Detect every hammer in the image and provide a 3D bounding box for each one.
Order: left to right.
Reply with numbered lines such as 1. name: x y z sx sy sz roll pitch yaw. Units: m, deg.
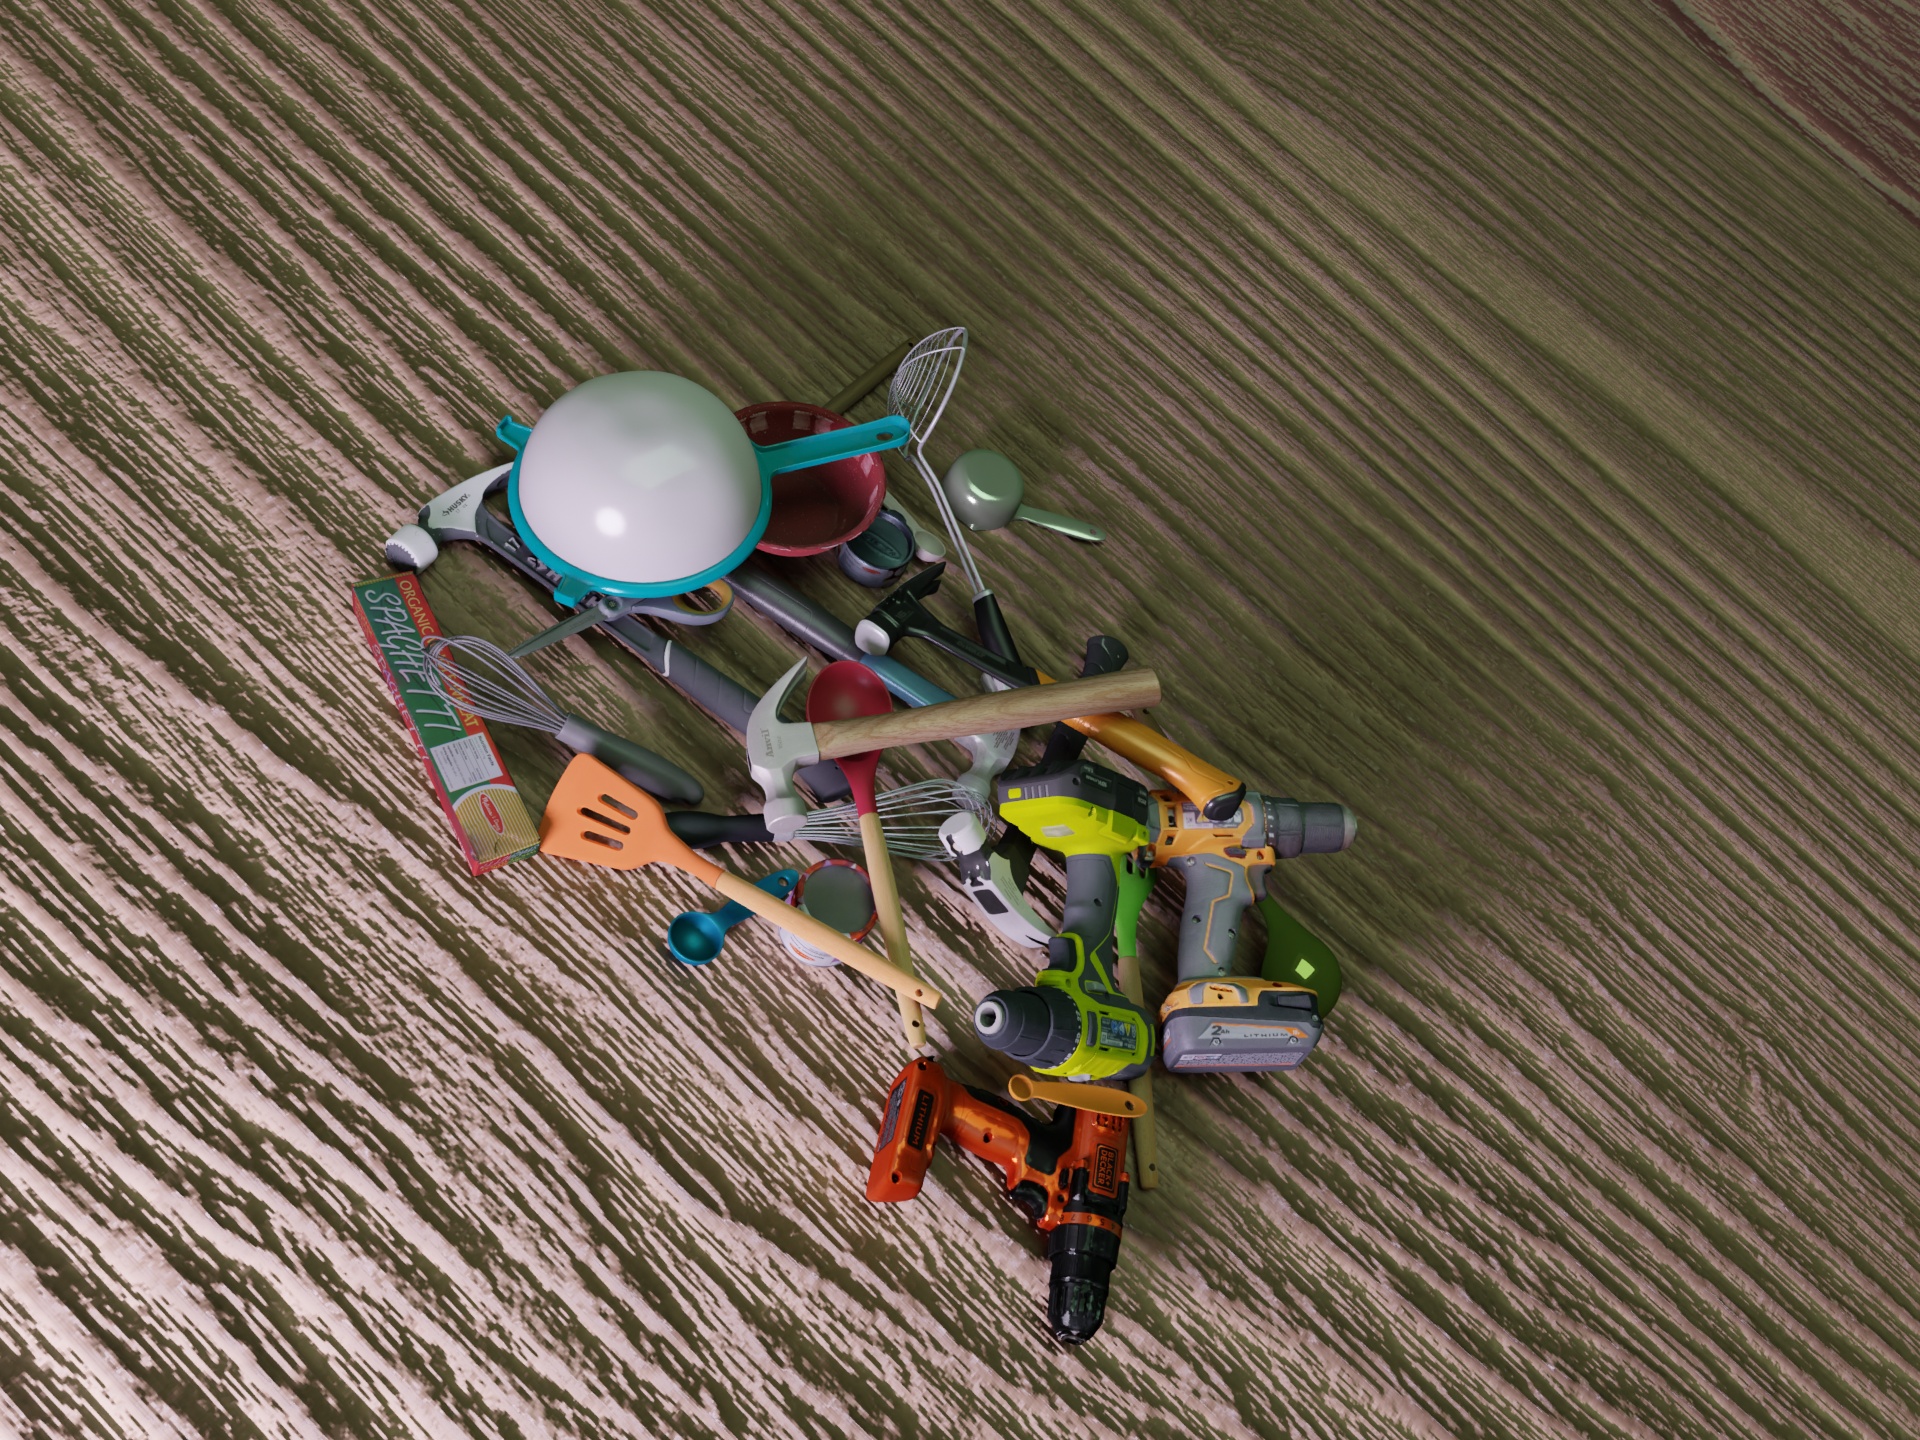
1. hammer: -0.249 -0.064 1.279 0.409 0.036 0.149 35 52 0
2. hammer: -0.094 -0.061 1.343 0.331 0.033 0.128 33 54 -1
3. hammer: -0.002 -0.004 1.226 0.331 0.031 0.130 -10 63 -16
4. hammer: 0.083 0.041 1.330 0.146 0.035 0.335 58 38 -26
5. hammer: 0.083 -0.020 1.302 0.337 0.034 0.127 30 40 13

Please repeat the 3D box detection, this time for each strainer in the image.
1. strainer: -0.195 -0.224 1.282 0.340 0.095 0.211 -16 62 -18

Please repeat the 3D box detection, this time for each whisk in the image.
1. whisk: -0.295 0.002 1.190 0.238 0.055 0.055 31 52 -20
2. whisk: -0.107 0.082 1.236 0.284 0.070 0.070 -1 61 -18

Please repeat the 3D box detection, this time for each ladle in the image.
1. ladle: -0.062 0.094 1.191 0.069 0.031 0.316 -7 61 -13
2. ladle: 0.226 0.117 1.371 0.078 0.062 0.320 -13 59 -31

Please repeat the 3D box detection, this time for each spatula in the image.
1. spatula: -0.156 0.127 1.146 0.323 0.041 0.081 26 92 15

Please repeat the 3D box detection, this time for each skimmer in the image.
1. skimmer: 0.022 -0.173 1.413 0.090 0.127 0.363 -18 82 -26

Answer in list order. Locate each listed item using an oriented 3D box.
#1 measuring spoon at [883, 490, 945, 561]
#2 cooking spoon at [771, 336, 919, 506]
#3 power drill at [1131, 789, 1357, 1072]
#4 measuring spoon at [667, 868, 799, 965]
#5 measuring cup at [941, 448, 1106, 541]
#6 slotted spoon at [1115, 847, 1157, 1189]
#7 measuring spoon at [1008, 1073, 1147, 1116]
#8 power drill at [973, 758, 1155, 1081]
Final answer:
1. measuring spoon: -0.061 -0.186 1.450 0.124 0.018 0.034 47 33 17
2. cooking spoon: -0.130 -0.277 1.472 0.069 0.017 0.319 42 54 0
3. power drill: 0.235 0.159 1.267 0.185 0.084 0.226 0 62 -4
4. measuring spoon: -0.170 0.147 1.196 0.042 0.021 0.128 48 45 11
5. measuring cup: 0.065 -0.207 1.497 0.167 0.038 0.083 17 55 -10
6. slotted spoon: 0.138 0.216 1.274 0.070 0.031 0.314 11 58 -22
7. measuring spoon: 0.086 0.277 1.162 0.116 0.011 0.021 15 48 -23
8. power drill: 0.077 0.150 1.186 0.190 0.080 0.229 24 63 -50
